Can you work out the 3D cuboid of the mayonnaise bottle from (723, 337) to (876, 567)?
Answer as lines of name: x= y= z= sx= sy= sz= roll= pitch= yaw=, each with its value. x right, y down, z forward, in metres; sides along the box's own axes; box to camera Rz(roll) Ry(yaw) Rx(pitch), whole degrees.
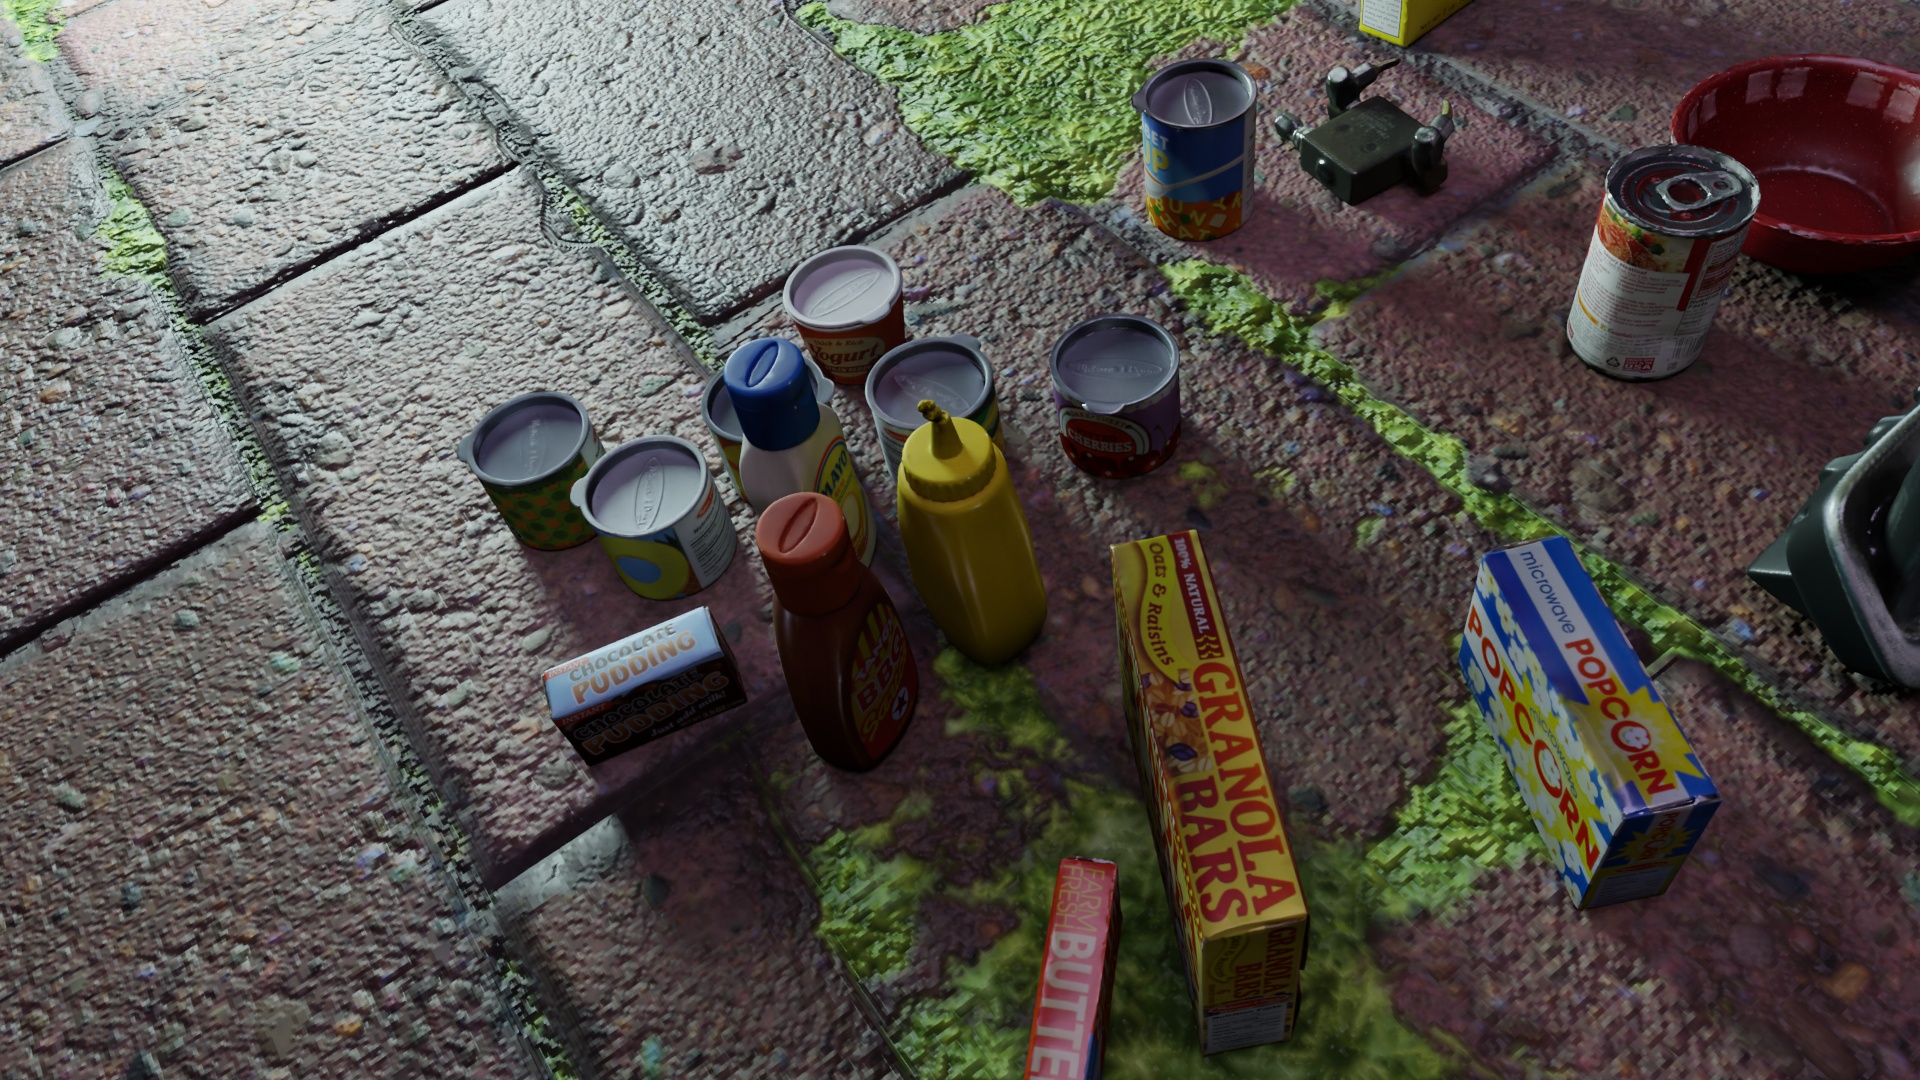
mayonnaise bottle: x=-0.076 y=-0.031 z=0.660 sx=0.041 sy=0.147 sz=0.065 roll=11 pitch=55 yaw=17

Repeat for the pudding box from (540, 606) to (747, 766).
pudding box: x=-0.148 y=0.069 z=0.657 sx=0.084 sy=0.049 sz=0.030 roll=-22 pitch=52 yaw=-8

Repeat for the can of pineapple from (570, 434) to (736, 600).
can of pineapple: x=-0.156 y=-0.012 z=0.716 sx=0.071 sy=0.057 sz=0.071 roll=-5 pitch=52 yaw=6

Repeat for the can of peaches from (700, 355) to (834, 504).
can of peaches: x=-0.096 y=-0.058 z=0.743 sx=0.071 sy=0.057 sz=0.071 roll=-5 pitch=52 yaw=6

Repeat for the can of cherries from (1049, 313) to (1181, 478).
can of cherries: x=0.081 y=-0.073 z=0.724 sx=0.071 sy=0.058 sz=0.072 roll=-5 pitch=52 yaw=6

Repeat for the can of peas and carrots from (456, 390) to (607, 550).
can of peas and carrots: x=-0.224 y=-0.036 z=0.746 sx=0.071 sy=0.058 sz=0.071 roll=-5 pitch=52 yaw=6

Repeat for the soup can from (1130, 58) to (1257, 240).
soup can: x=0.138 y=-0.230 z=0.820 sx=0.071 sy=0.083 sz=0.072 roll=-5 pitch=52 yaw=6

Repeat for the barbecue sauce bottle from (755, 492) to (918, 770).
barbecue sauce bottle: x=-0.054 y=0.039 z=0.601 sx=0.044 sy=0.147 sz=0.065 roll=15 pitch=56 yaw=20

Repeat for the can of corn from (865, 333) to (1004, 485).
can of corn: x=-0.011 y=-0.066 z=0.733 sx=0.071 sy=0.058 sz=0.071 roll=-5 pitch=52 yaw=6

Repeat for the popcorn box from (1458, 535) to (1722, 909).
popcorn box: x=0.248 y=0.073 z=0.564 sx=0.038 sy=0.084 sz=0.127 roll=-13 pitch=51 yaw=0

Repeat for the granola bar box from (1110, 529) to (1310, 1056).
granola bar box: x=0.095 y=0.098 z=0.545 sx=0.039 sy=0.123 sz=0.166 roll=-10 pitch=51 yaw=2

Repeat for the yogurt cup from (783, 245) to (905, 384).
yogurt cup: x=-0.062 y=-0.126 z=0.793 sx=0.072 sy=0.053 sz=0.073 roll=-5 pitch=52 yaw=6

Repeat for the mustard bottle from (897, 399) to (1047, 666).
mustard bottle: x=0.002 y=-0.008 z=0.621 sx=0.049 sy=0.159 sz=0.065 roll=-36 pitch=55 yaw=-17

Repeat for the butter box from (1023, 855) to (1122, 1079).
butter box: x=0.044 y=0.180 z=0.535 sx=0.024 sy=0.053 sz=0.104 roll=4 pitch=53 yaw=13
